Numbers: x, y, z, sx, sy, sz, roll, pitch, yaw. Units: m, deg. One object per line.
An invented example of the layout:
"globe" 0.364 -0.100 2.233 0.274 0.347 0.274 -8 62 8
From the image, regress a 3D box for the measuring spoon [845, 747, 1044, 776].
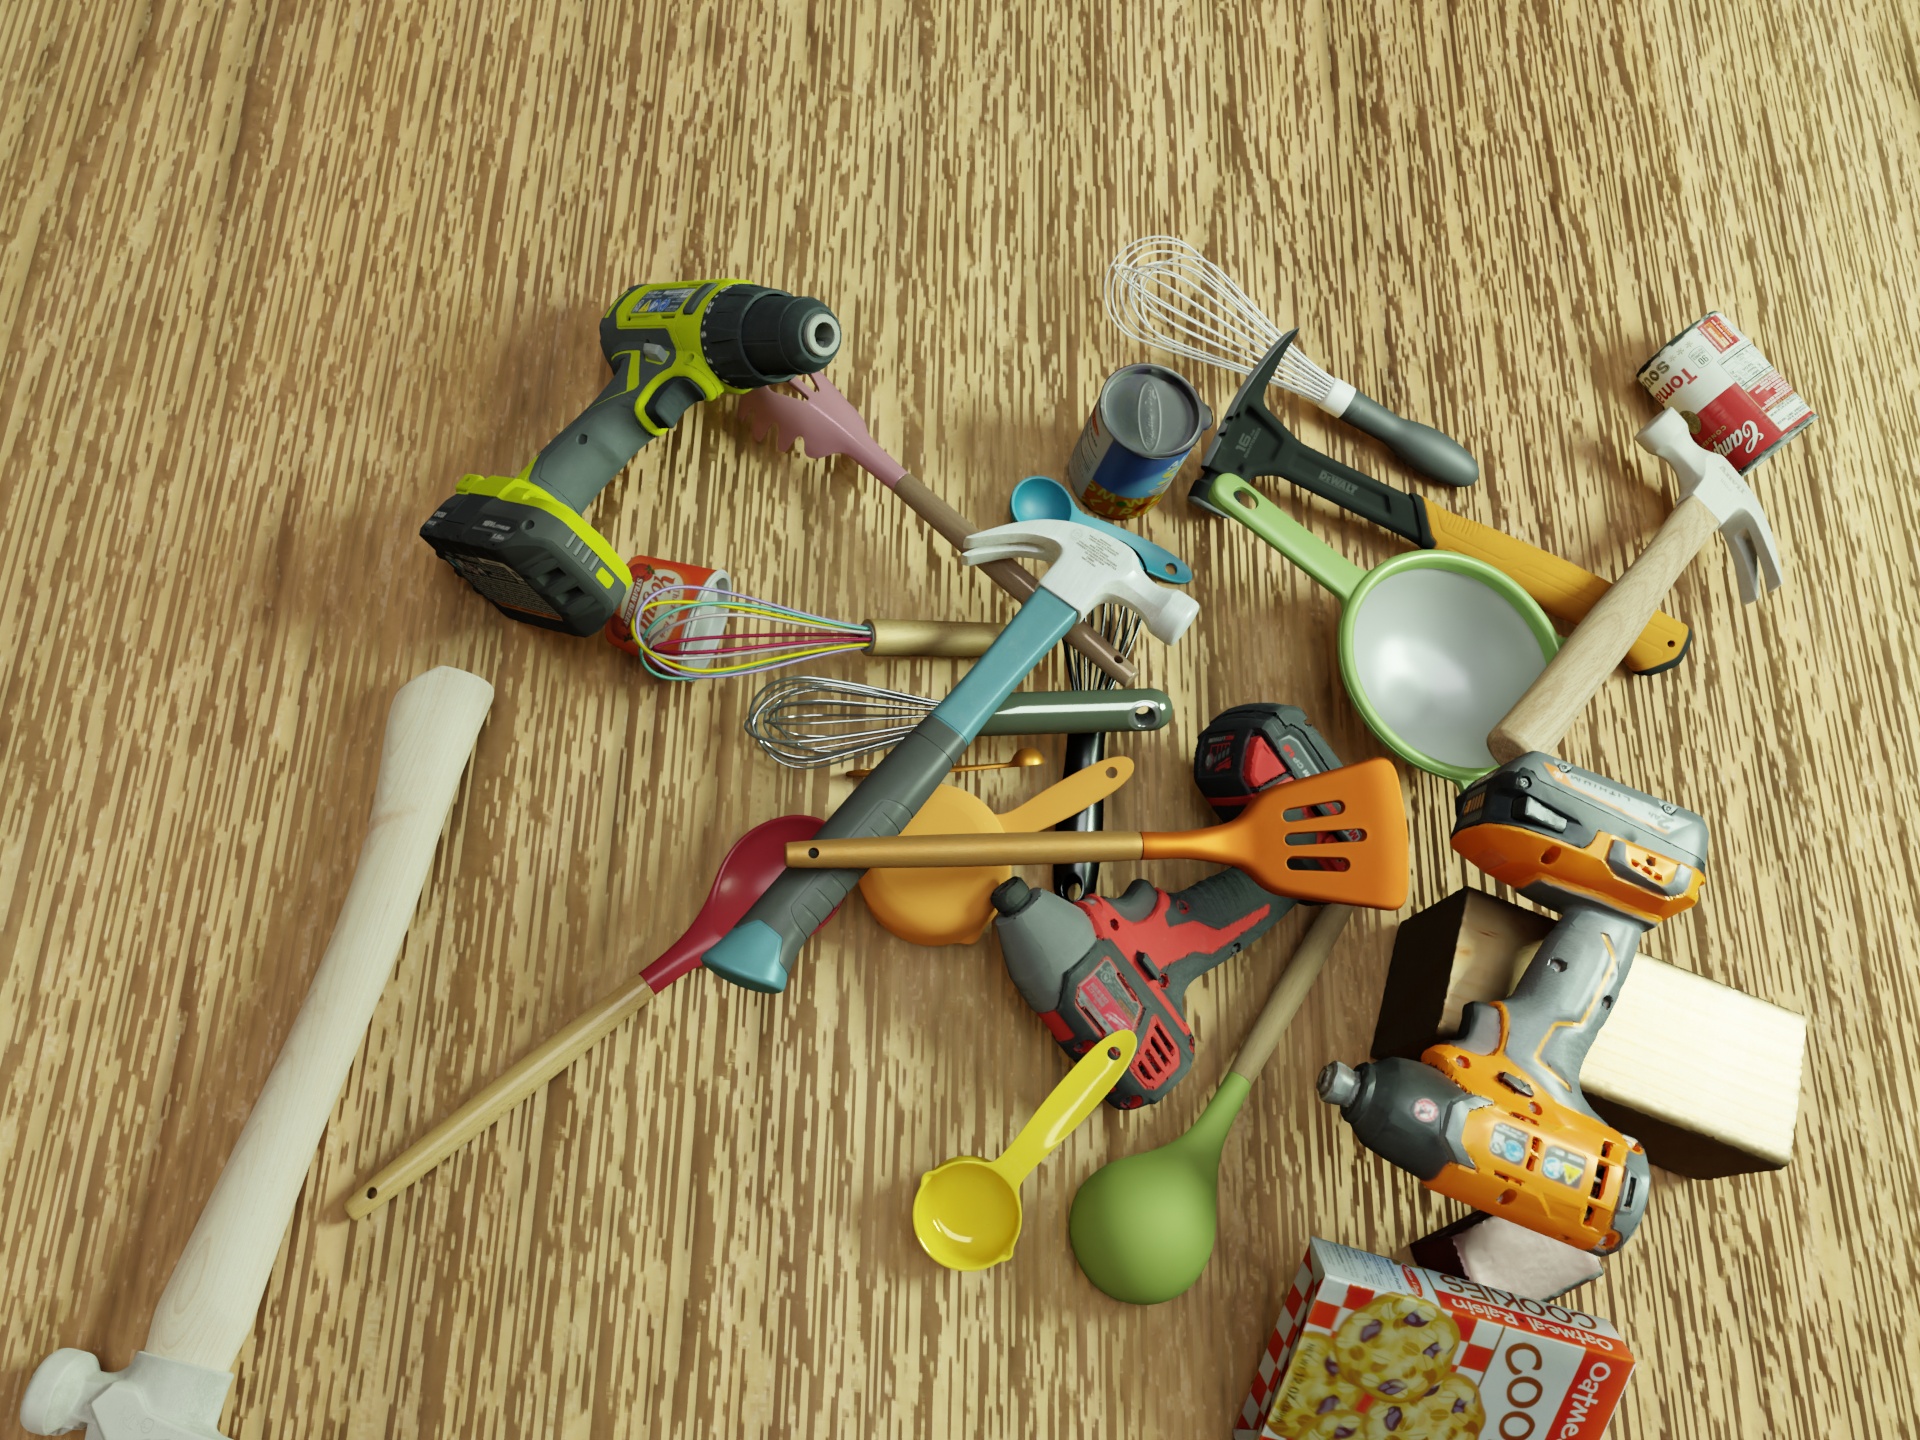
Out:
"measuring spoon" -0.010 0.024 0.917 0.117 0.021 0.011 -4 92 10

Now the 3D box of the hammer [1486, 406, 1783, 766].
"hammer" 0.415 -0.070 0.985 0.130 0.031 0.331 47 57 2

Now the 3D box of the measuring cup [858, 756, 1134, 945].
"measuring cup" 0.021 0.059 0.889 0.173 0.052 0.095 -28 75 -4

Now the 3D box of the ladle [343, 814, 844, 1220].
"ladle" -0.188 0.158 0.849 0.315 0.031 0.069 -37 75 -19

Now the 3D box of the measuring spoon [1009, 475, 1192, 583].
"measuring spoon" 0.087 -0.114 1.011 0.128 0.021 0.042 24 67 -10

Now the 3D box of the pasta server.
"pasta server" -0.016 -0.123 0.961 0.316 0.040 0.060 41 68 13

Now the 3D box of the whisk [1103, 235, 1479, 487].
"whisk" 0.222 -0.230 1.058 0.284 0.070 0.070 30 67 -4

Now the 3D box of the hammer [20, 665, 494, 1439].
"hammer" -0.314 0.161 0.810 0.146 0.038 0.411 12 66 4

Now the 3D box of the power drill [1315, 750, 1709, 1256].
"power drill" 0.283 0.136 0.816 0.164 0.084 0.226 21 72 -1

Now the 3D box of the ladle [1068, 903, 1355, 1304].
"ladle" 0.164 0.185 0.901 0.078 0.062 0.320 39 61 -1

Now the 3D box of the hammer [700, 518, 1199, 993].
"hammer" -0.015 0.017 0.862 0.128 0.033 0.331 37 70 11

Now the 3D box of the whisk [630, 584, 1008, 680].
"whisk" -0.071 -0.044 0.902 0.245 0.047 0.051 -1 111 -34

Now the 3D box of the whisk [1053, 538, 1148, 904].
"whisk" 0.079 0.000 0.949 0.055 0.055 0.239 9 73 -7

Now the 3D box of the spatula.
"spatula" 0.071 0.064 0.822 0.322 0.041 0.081 -1 81 -10

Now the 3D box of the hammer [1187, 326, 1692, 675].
"hammer" 0.322 -0.125 1.026 0.337 0.034 0.127 26 97 -4

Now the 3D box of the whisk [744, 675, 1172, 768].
"whisk" -0.001 -0.003 0.913 0.246 0.059 0.057 -2 113 1

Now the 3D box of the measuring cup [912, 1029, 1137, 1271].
"measuring cup" 0.038 0.221 0.839 0.062 0.029 0.156 43 88 5

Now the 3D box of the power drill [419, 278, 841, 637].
"power drill" -0.180 -0.160 0.897 0.228 0.191 0.080 -55 130 -18

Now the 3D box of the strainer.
"strainer" 0.250 -0.057 0.984 0.256 0.069 0.151 39 66 4

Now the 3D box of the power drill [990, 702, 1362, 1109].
"power drill" 0.122 0.094 0.889 0.220 0.078 0.143 -42 100 -19
